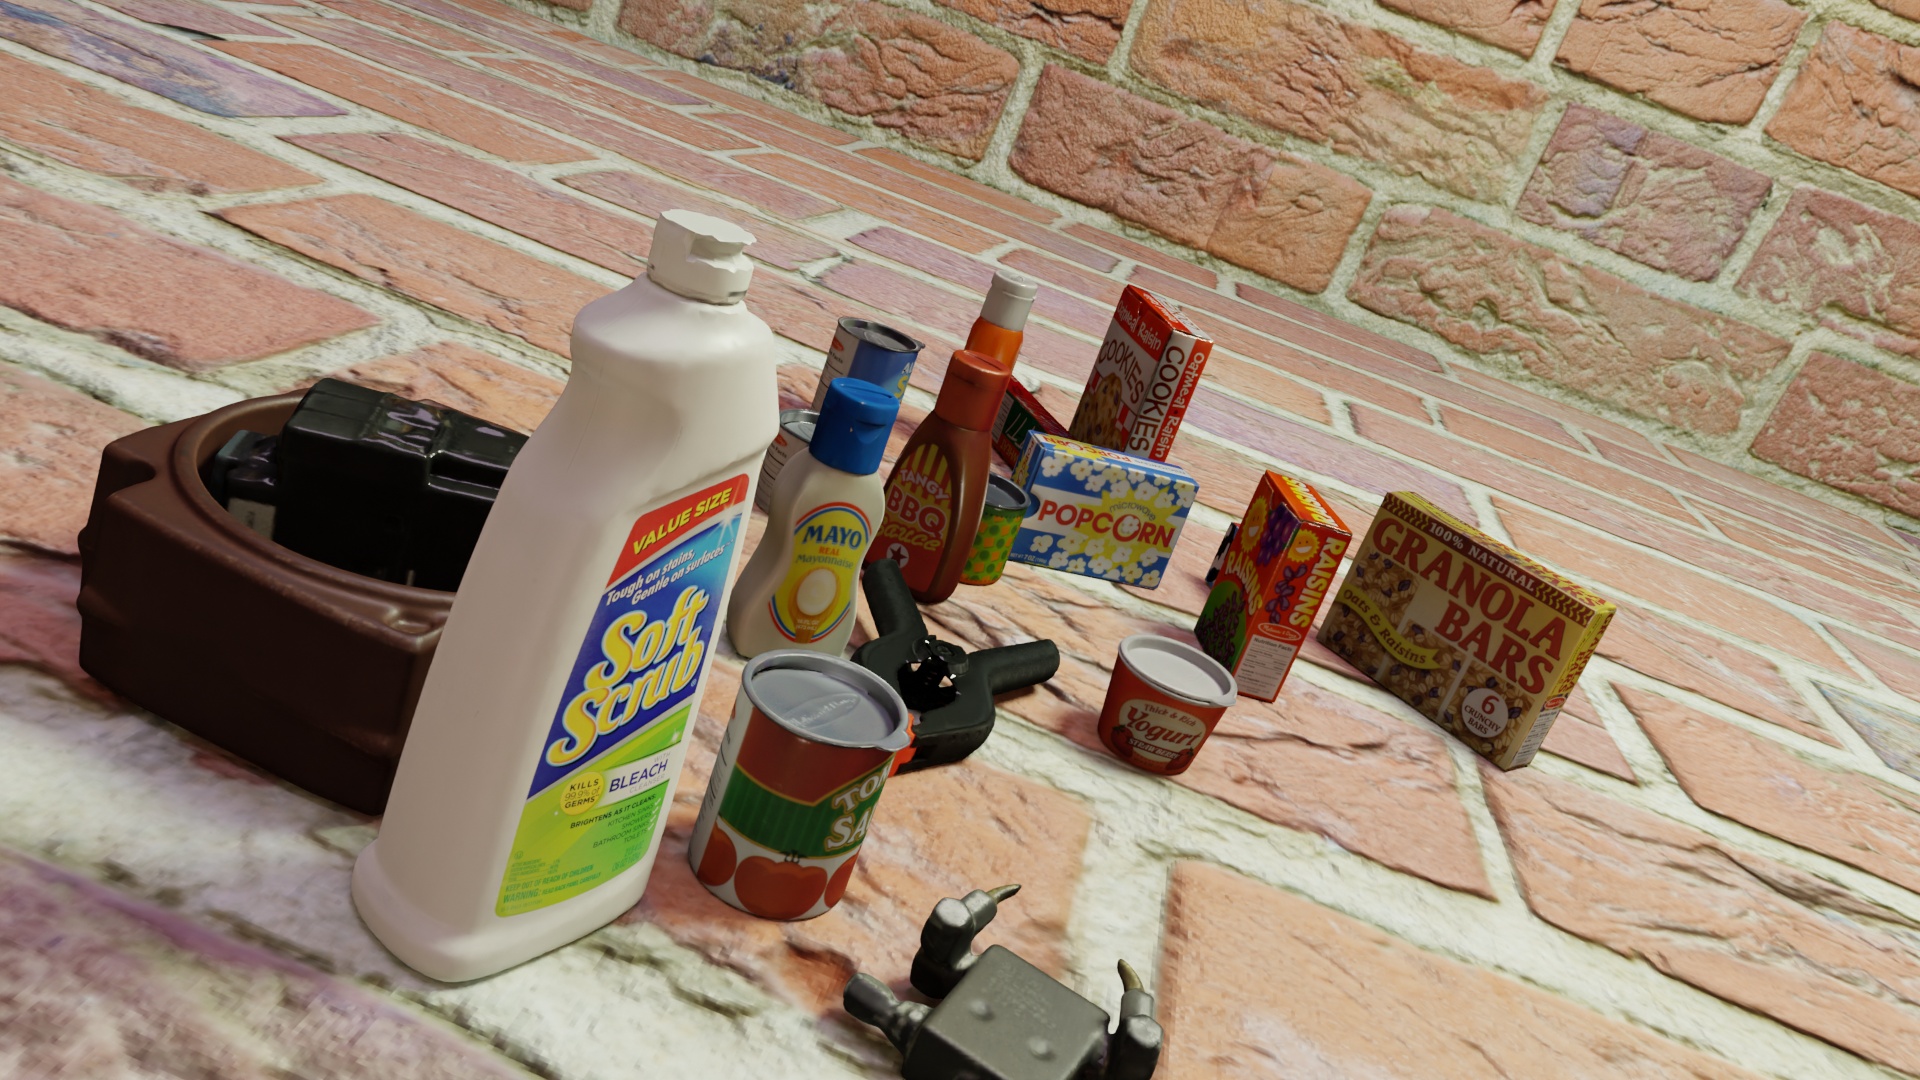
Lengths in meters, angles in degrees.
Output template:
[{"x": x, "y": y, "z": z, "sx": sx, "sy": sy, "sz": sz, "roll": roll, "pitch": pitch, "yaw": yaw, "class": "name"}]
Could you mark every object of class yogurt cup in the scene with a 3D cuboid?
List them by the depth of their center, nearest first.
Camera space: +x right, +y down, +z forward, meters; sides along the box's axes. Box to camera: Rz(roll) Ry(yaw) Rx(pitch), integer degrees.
[{"x": 0.109, "y": 0.090, "z": 0.754, "sx": 0.072, "sy": 0.053, "sz": 0.072, "roll": 18, "pitch": 21, "yaw": -7, "class": "yogurt cup"}]

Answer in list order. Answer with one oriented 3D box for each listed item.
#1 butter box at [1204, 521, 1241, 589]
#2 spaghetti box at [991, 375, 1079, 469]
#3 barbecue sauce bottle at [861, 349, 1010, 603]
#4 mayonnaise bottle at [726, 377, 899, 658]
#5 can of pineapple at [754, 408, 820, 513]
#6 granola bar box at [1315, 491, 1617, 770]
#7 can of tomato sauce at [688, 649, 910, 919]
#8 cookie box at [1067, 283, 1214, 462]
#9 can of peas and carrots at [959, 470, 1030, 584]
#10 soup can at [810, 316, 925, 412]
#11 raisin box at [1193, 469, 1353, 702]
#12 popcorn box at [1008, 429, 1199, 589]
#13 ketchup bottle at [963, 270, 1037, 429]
[{"x": 0.212, "y": 0.032, "z": 0.993, "sx": 0.024, "sy": 0.053, "sz": 0.104, "roll": 13, "pitch": 22, "yaw": -19, "class": "butter box"}, {"x": 0.057, "y": -0.082, "z": 1.139, "sx": 0.029, "sy": 0.050, "sz": 0.251, "roll": 10, "pitch": 23, "yaw": -26, "class": "spaghetti box"}, {"x": -0.011, "y": -0.040, "z": 0.833, "sx": 0.065, "sy": 0.148, "sz": 0.044, "roll": 30, "pitch": 22, "yaw": 24, "class": "barbecue sauce bottle"}, {"x": -0.070, "y": -0.008, "z": 0.701, "sx": 0.065, "sy": 0.147, "sz": 0.041, "roll": 9, "pitch": 23, "yaw": -28, "class": "mayonnaise bottle"}, {"x": -0.093, "y": -0.045, "z": 0.899, "sx": 0.071, "sy": 0.057, "sz": 0.071, "roll": 18, "pitch": 21, "yaw": -7, "class": "can of pineapple"}, {"x": 0.339, "y": 0.058, "z": 0.947, "sx": 0.039, "sy": 0.123, "sz": 0.166, "roll": 1, "pitch": 28, "yaw": -42, "class": "granola bar box"}, {"x": -0.062, "y": 0.096, "z": 0.543, "sx": 0.071, "sy": 0.082, "sz": 0.071, "roll": 18, "pitch": 21, "yaw": -7, "class": "can of tomato sauce"}, {"x": 0.133, "y": -0.105, "z": 1.101, "sx": 0.040, "sy": 0.166, "sz": 0.123, "roll": 14, "pitch": 21, "yaw": -17, "class": "cookie box"}, {"x": 0.003, "y": -0.011, "z": 0.902, "sx": 0.071, "sy": 0.058, "sz": 0.071, "roll": 18, "pitch": 21, "yaw": -7, "class": "can of peas and carrots"}, {"x": -0.072, "y": -0.120, "z": 1.067, "sx": 0.071, "sy": 0.083, "sz": 0.071, "roll": 18, "pitch": 21, "yaw": -7, "class": "soup can"}, {"x": 0.197, "y": 0.028, "z": 0.891, "sx": 0.040, "sy": 0.123, "sz": 0.086, "roll": 17, "pitch": 21, "yaw": -10, "class": "raisin box"}, {"x": 0.093, "y": -0.020, "z": 0.970, "sx": 0.127, "sy": 0.085, "sz": 0.038, "roll": 12, "pitch": 22, "yaw": -22, "class": "popcorn box"}, {"x": 0.021, "y": -0.140, "z": 1.109, "sx": 0.043, "sy": 0.148, "sz": 0.065, "roll": 22, "pitch": 20, "yaw": 4, "class": "ketchup bottle"}]
